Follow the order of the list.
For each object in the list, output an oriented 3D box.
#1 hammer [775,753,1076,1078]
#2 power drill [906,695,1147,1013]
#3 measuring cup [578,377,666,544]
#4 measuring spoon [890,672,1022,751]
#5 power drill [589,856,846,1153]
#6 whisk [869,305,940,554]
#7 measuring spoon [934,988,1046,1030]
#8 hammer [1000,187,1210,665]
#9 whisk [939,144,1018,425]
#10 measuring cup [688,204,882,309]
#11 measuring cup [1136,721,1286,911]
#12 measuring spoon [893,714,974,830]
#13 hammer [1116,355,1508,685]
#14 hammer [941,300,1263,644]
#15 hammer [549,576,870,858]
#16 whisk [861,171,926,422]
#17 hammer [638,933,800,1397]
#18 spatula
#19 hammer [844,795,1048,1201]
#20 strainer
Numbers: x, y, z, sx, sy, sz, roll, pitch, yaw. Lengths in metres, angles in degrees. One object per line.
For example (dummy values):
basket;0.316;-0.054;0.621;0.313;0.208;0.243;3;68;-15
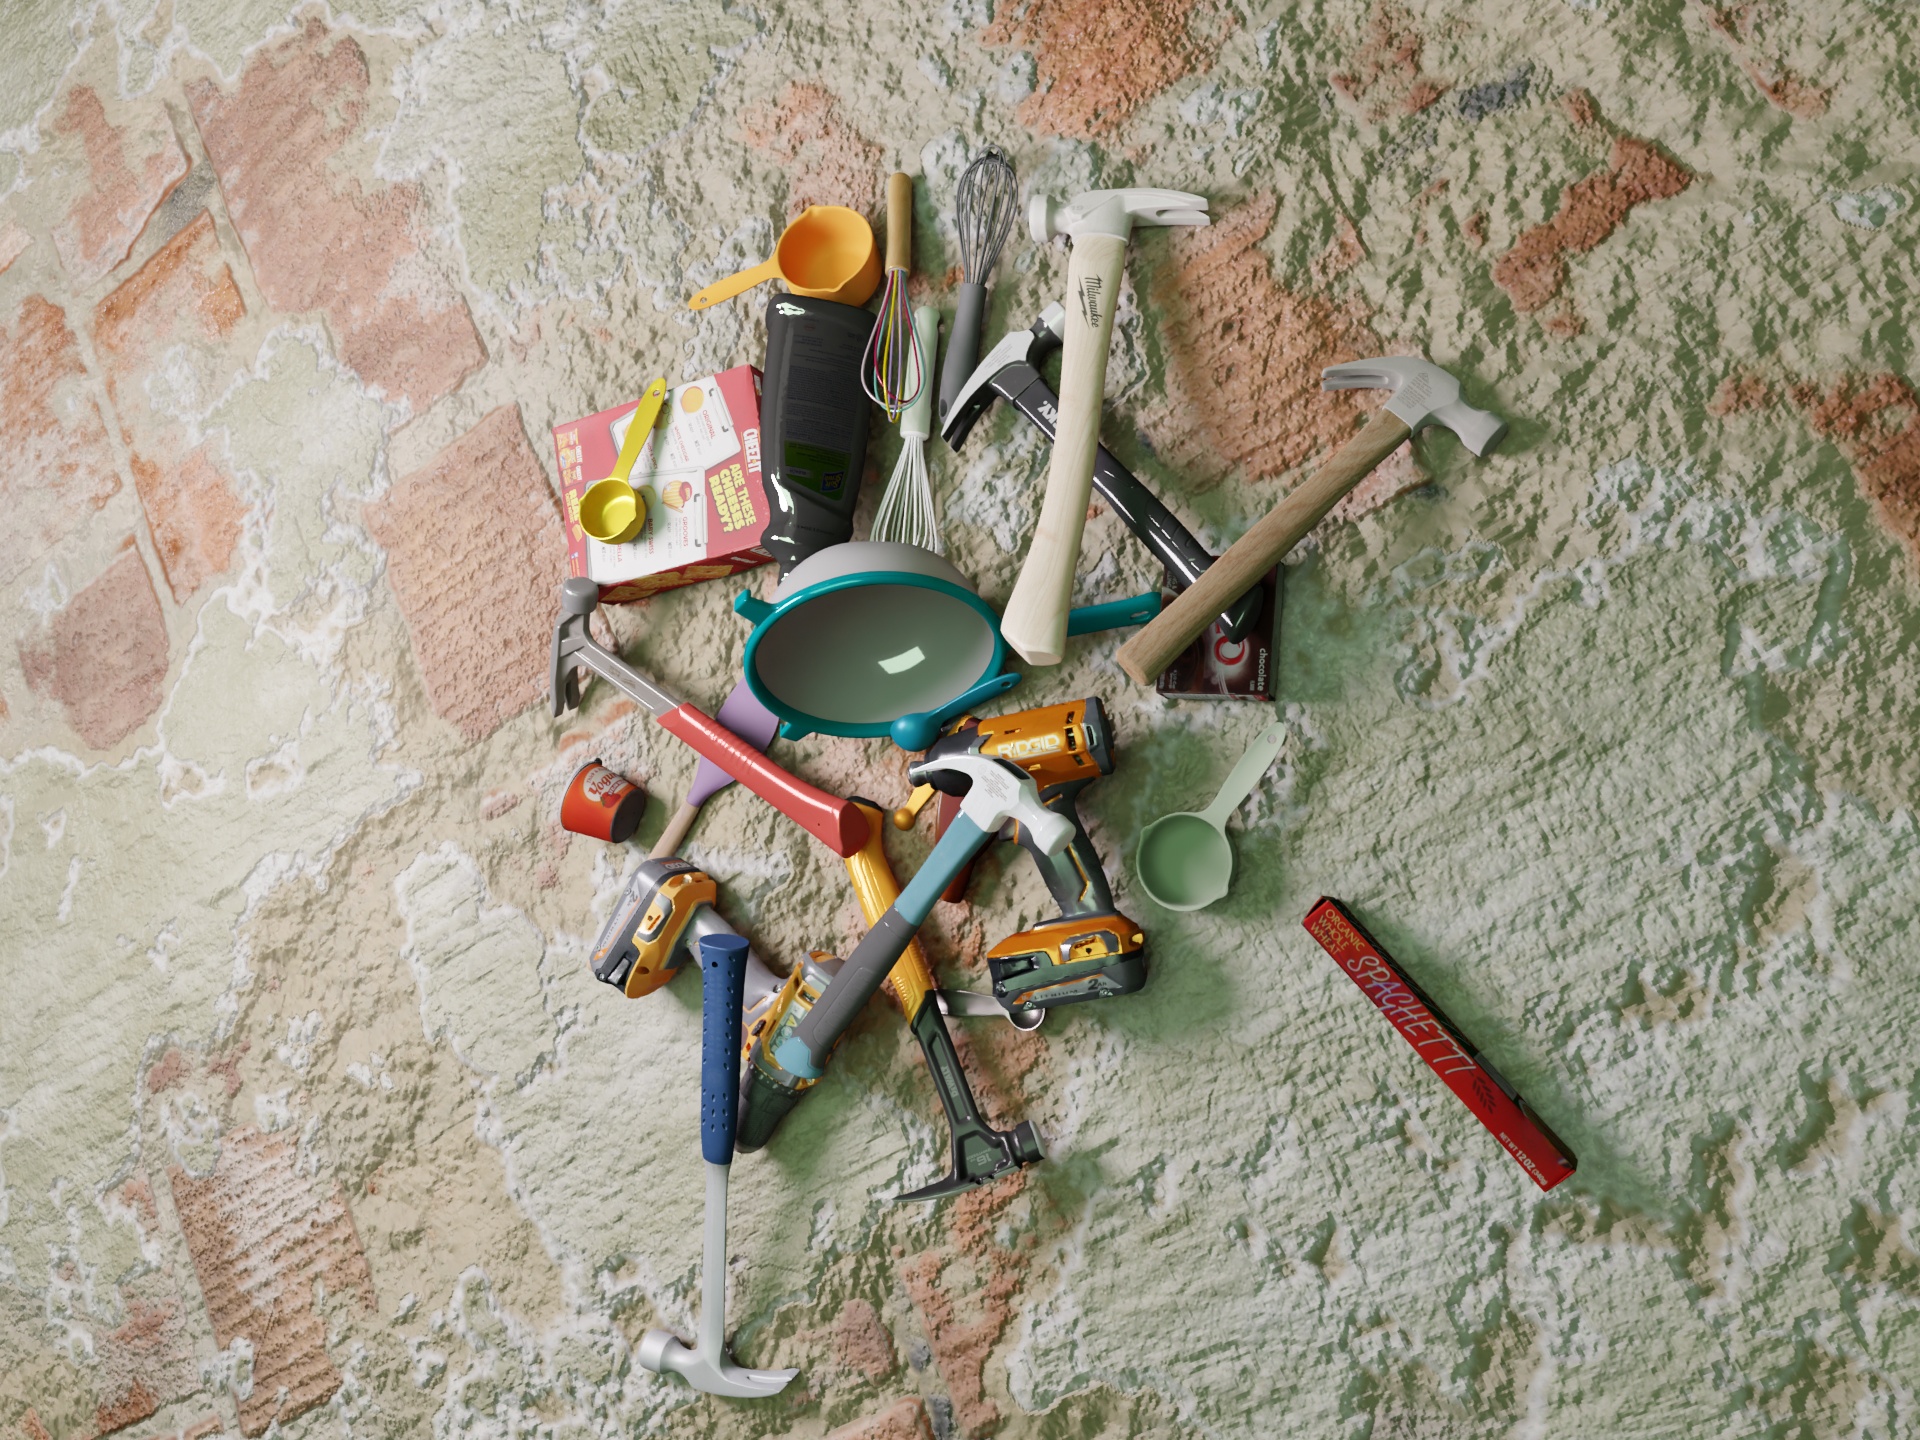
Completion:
hammer;-0.047;0.160;1.233;0.128;0.033;0.331;46;115;24
power drill;0.053;0.107;1.242;0.164;0.084;0.226;-11;87;9
measuring cup;-0.286;-0.227;1.402;0.062;0.029;0.156;16;80;22
measuring spoon;-0.002;-0.004;1.314;0.128;0.042;0.021;-27;51;25
power drill;-0.210;0.245;1.372;0.226;0.084;0.185;32;100;18
whisk;-0.039;-0.236;1.362;0.059;0.058;0.246;7;84;-10
measuring spoon;0.017;0.233;1.308;0.124;0.018;0.034;0;83;30
hammer;0.101;-0.237;1.237;0.146;0.038;0.411;4;70;16
whisk;0.009;-0.367;1.351;0.055;0.055;0.239;12;94;24
measuring cup;-0.151;-0.385;1.399;0.173;0.052;0.095;-20;67;8
measuring cup;0.203;0.073;1.228;0.083;0.038;0.167;37;98;22
measuring spoon;-0.023;0.044;1.342;0.021;0.011;0.117;37;100;22
hammer;0.242;-0.148;1.177;0.331;0.031;0.130;-42;67;-7
hammer;0.119;-0.183;1.260;0.146;0.035;0.335;-41;64;6
hammer;-0.226;0.019;1.382;0.359;0.037;0.149;33;130;23
whisk;-0.054;-0.365;1.355;0.051;0.047;0.245;-16;64;38
hammer;-0.197;0.377;1.326;0.144;0.035;0.405;9;103;23
spatula;-0.252;0.097;1.434;0.060;0.018;0.316;36;99;21
hammer;-0.046;0.219;1.302;0.127;0.034;0.337;-23;69;4
strainer;-0.009;-0.092;1.291;0.340;0.210;0.095;-10;55;1
